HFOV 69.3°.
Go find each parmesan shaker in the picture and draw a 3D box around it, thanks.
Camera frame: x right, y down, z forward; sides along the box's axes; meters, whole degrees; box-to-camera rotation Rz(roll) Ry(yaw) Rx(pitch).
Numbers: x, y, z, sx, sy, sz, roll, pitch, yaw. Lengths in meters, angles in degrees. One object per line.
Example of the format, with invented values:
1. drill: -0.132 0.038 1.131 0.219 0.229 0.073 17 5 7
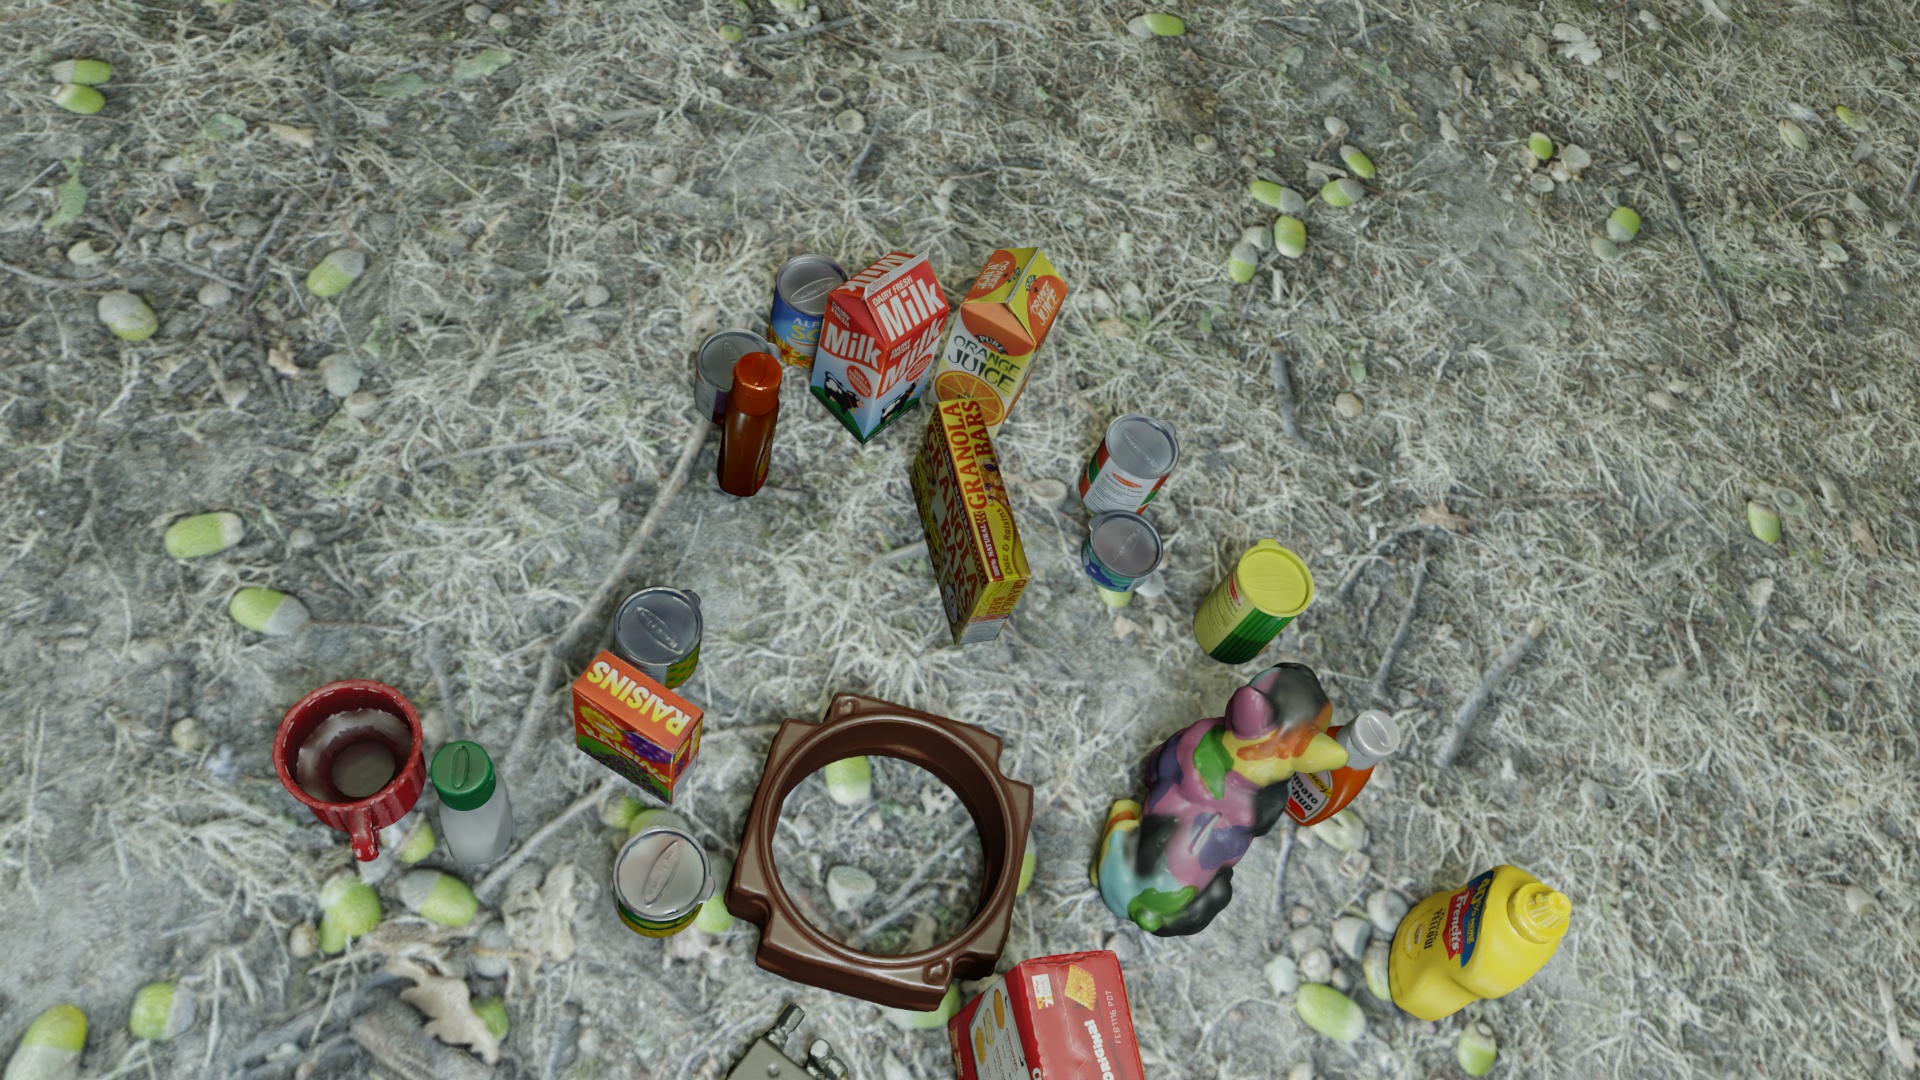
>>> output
1. parmesan shaker: 0.245 0.053 1.169 0.071 0.102 0.071 6 61 -11

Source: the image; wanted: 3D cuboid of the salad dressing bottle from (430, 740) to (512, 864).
1. salad dressing bottle: -0.329 0.175 0.934 0.044 0.147 0.064 4 62 -12

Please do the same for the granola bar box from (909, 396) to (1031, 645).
1. granola bar box: 0.004 -0.014 1.133 0.039 0.123 0.166 -8 64 -18

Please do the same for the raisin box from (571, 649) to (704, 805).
1. raisin box: -0.232 0.136 0.994 0.086 0.122 0.040 32 60 4

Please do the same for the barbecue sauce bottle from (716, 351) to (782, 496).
1. barbecue sauce bottle: -0.170 -0.096 1.121 0.044 0.147 0.065 12 60 -7

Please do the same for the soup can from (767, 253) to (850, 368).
1. soup can: -0.132 -0.198 1.223 0.071 0.083 0.071 6 61 -11

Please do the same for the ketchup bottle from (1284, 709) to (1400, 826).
1. ketchup bottle: 0.293 0.174 1.088 0.044 0.148 0.065 -24 70 -24

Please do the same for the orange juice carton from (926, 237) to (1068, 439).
1. orange juice carton: 0.034 -0.177 1.190 0.073 0.191 0.072 29 60 2

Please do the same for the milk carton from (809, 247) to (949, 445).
1. milk carton: -0.068 -0.169 1.162 0.072 0.189 0.073 -38 77 -28

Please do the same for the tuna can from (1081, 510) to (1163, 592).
1. tuna can: 0.138 0.008 1.207 0.071 0.032 0.071 6 61 -11

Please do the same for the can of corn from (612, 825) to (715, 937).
1. can of corn: -0.209 0.242 0.979 0.071 0.058 0.071 6 61 -11

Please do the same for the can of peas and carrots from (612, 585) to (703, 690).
1. can of peas and carrots: -0.230 0.074 1.065 0.071 0.058 0.071 6 61 -11

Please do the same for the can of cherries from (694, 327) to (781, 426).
1. can of cherries: -0.191 -0.139 1.191 0.071 0.058 0.072 6 61 -11

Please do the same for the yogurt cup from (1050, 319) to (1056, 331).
1. yogurt cup: 0.050 -0.199 1.286 0.072 0.053 0.073 6 61 -11

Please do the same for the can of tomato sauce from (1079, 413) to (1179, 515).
1. can of tomato sauce: 0.148 -0.064 1.220 0.071 0.082 0.071 6 61 -11
